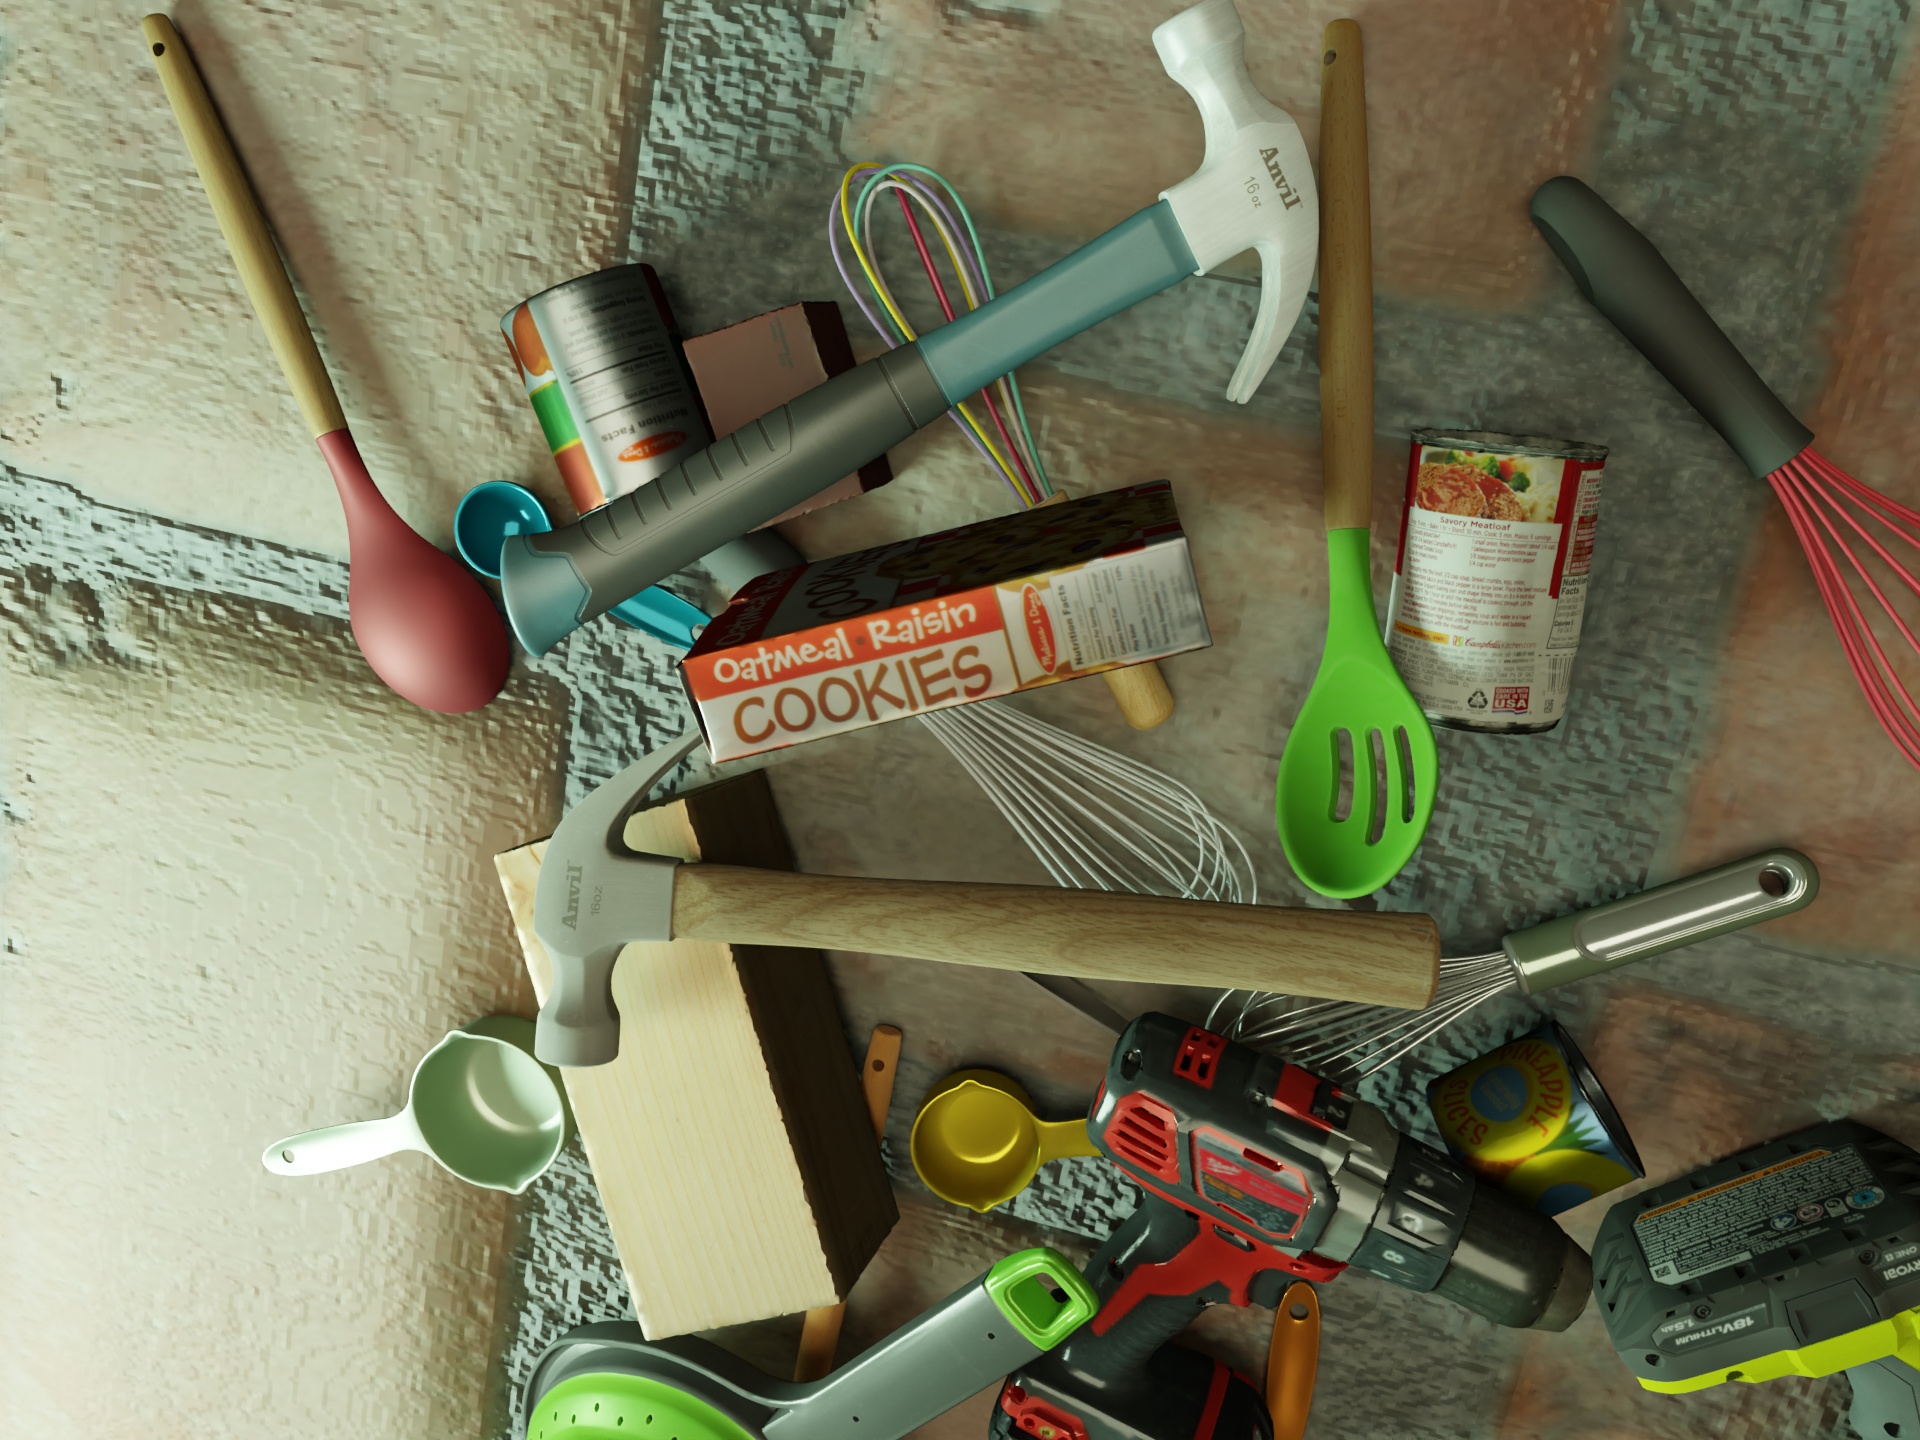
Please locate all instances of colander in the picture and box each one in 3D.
[{"bbox_3d":[-0.091,0.334,0.668,0.204,0.094,0.397,47,123,2],"label":"colander"}]

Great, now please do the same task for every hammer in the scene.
[{"bbox_3d":[0.009,0.073,0.589,0.331,0.031,0.130,4,94,2],"label":"hammer"},{"bbox_3d":[-0.023,-0.120,0.576,0.331,0.033,0.128,-28,103,5],"label":"hammer"}]

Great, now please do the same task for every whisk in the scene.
[{"bbox_3d":[0.023,-0.106,0.620,0.051,0.047,0.245,-26,101,15],"label":"whisk"},{"bbox_3d":[0.302,-0.078,0.557,0.073,0.073,0.296,-41,87,18],"label":"whisk"},{"bbox_3d":[0.211,0.098,0.626,0.246,0.059,0.058,-21,71,12],"label":"whisk"},{"bbox_3d":[0.000,-0.003,0.643,0.284,0.070,0.070,38,108,6],"label":"whisk"}]

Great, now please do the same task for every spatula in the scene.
[{"bbox_3d":[-0.065,0.289,0.742,0.081,0.041,0.322,15,102,9],"label":"spatula"}]

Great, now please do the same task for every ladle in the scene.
[{"bbox_3d":[-0.277,-0.147,0.680,0.069,0.031,0.315,-20,97,15],"label":"ladle"}]

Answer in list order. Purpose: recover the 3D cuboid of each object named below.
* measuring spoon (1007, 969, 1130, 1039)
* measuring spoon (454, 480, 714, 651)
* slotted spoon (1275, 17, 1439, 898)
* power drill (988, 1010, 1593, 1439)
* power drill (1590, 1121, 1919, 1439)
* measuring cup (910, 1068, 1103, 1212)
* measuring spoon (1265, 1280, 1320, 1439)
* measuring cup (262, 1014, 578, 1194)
[{"bbox_3d":[0.047,0.124,0.675,0.124,0.034,0.018,34,113,8],"label":"measuring spoon"},{"bbox_3d":[-0.154,-0.062,0.682,0.128,0.021,0.042,28,107,-5],"label":"measuring spoon"},{"bbox_3d":[0.141,-0.094,0.572,0.070,0.031,0.314,-1,90,52],"label":"slotted spoon"},{"bbox_3d":[0.119,0.237,0.630,0.188,0.080,0.226,24,119,12],"label":"power drill"},{"bbox_3d":[0.344,0.292,0.628,0.190,0.080,0.228,-27,99,16],"label":"power drill"},{"bbox_3d":[0.056,0.175,0.692,0.156,0.029,0.062,-6,102,1],"label":"measuring cup"},{"bbox_3d":[0.146,0.301,0.708,0.021,0.011,0.117,6,101,11],"label":"measuring spoon"},{"bbox_3d":[-0.252,0.185,0.749,0.167,0.038,0.083,-16,100,17],"label":"measuring cup"}]
